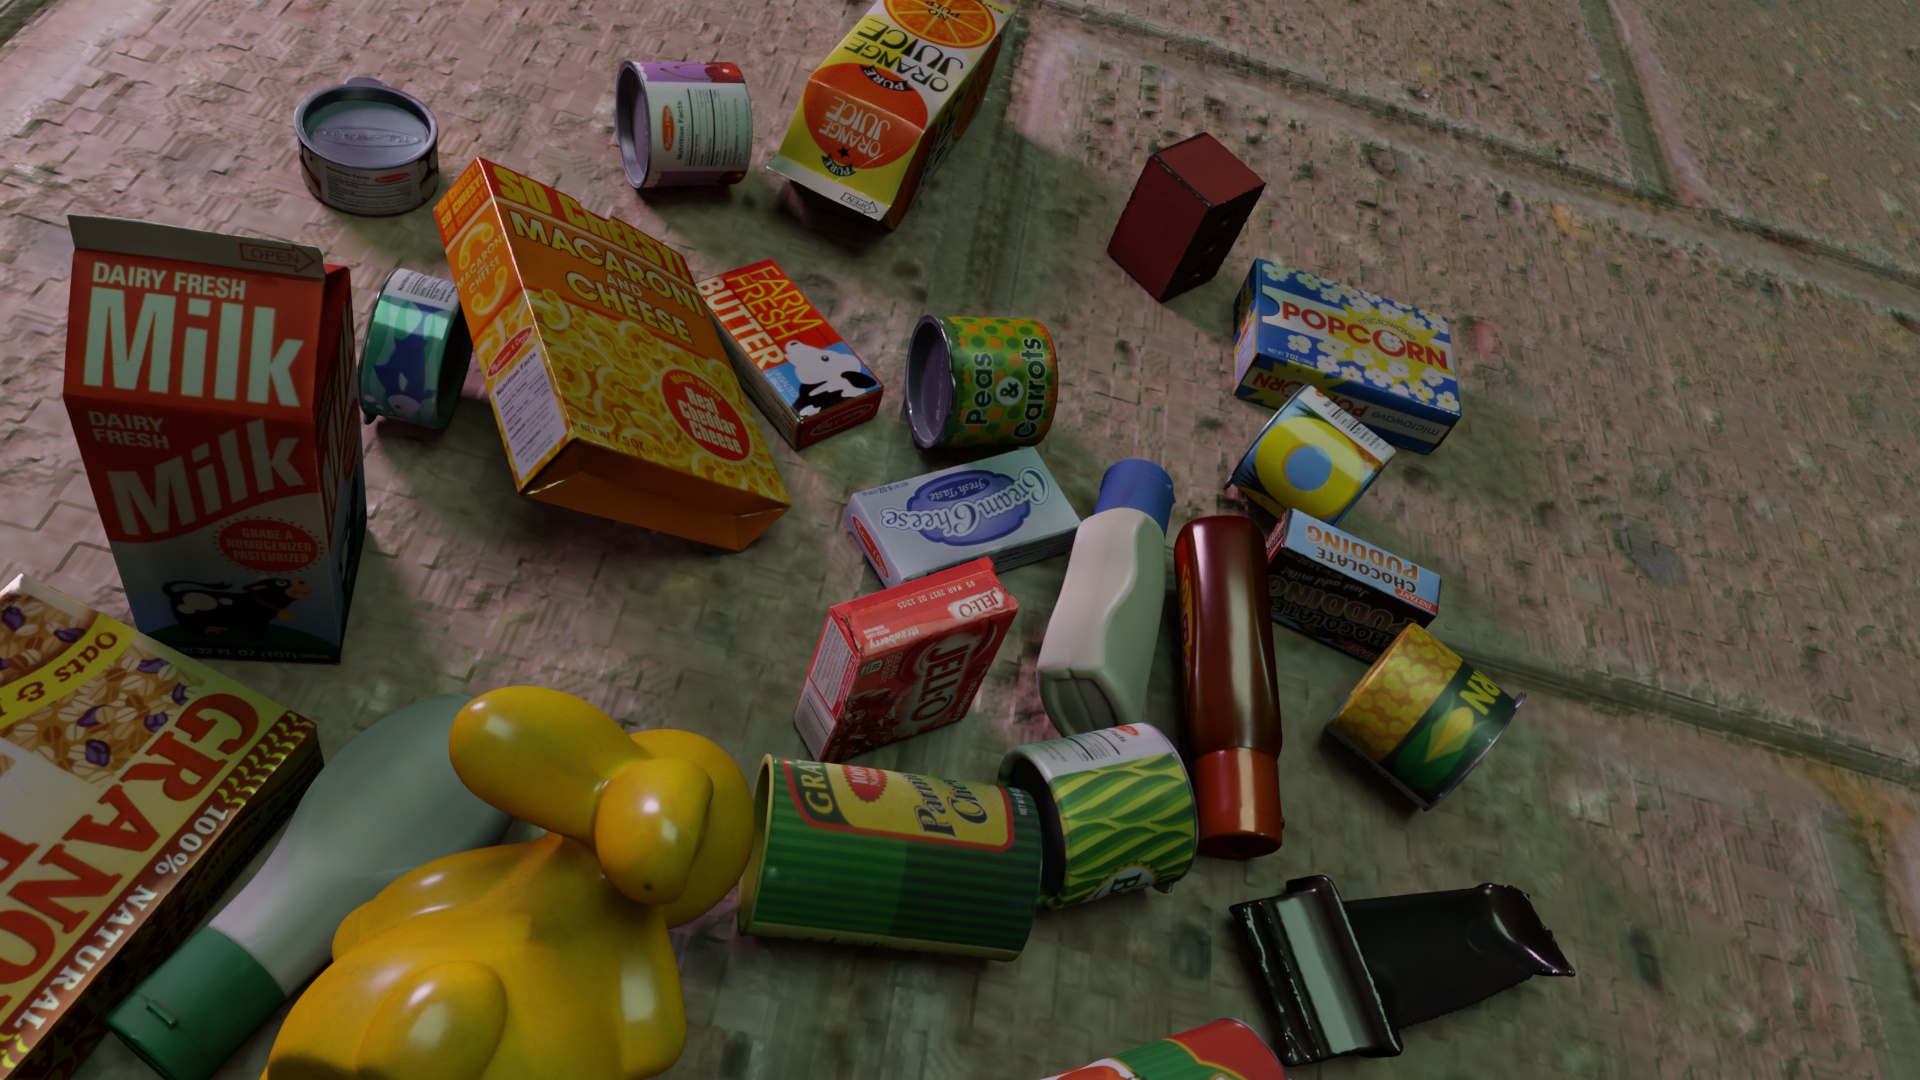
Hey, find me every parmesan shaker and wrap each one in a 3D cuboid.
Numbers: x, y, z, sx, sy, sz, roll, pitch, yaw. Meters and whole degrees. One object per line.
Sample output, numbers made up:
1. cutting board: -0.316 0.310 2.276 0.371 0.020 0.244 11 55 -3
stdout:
1. parmesan shaker: -0.028 0.120 0.527 0.103 0.071 0.071 9 51 -13

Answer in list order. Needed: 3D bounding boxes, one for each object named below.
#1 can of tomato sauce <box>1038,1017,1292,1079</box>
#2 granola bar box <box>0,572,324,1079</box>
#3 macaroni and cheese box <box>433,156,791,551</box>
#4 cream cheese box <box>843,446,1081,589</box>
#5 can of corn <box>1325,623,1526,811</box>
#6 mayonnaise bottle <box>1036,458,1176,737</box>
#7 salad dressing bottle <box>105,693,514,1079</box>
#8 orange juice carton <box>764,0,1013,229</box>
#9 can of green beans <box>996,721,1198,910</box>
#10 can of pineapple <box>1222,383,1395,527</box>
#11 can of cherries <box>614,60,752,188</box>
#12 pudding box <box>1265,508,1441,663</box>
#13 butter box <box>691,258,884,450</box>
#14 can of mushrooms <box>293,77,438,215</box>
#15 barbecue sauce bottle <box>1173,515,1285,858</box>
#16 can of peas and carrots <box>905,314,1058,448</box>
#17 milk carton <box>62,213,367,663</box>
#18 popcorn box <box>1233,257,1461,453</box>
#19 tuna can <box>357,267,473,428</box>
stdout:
1. can of tomato sauce: 0.070 0.212 0.484 0.083 0.070 0.071 -8 56 -24
2. granola bar box: -0.315 0.104 0.453 0.124 0.038 0.166 26 49 3
3. macaroni and cheese box: -0.154 -0.082 0.617 0.124 0.040 0.167 19 39 -52
4. cream cheese box: 0.002 -0.008 0.664 0.104 0.024 0.053 -17 62 -29
5. can of corn: 0.213 0.079 0.639 0.058 0.070 0.071 40 51 14
6. mayonnaise bottle: 0.071 0.023 0.641 0.041 0.064 0.149 -5 41 23
7. salad dressing bottle: -0.215 0.117 0.476 0.064 0.043 0.148 34 51 9
8. orange juice carton: -0.041 -0.251 0.807 0.072 0.072 0.194 26 50 1
9. can of green beans: 0.054 0.111 0.560 0.058 0.071 0.071 -7 56 -23
10. can of pineapple: 0.182 -0.037 0.725 0.058 0.070 0.071 40 51 13
11. can of cherries: -0.151 -0.227 0.756 0.058 0.071 0.072 -10 57 -26
12. pudding box: 0.187 0.024 0.686 0.084 0.049 0.030 25 48 0
13. butter box: -0.090 -0.096 0.700 0.053 0.024 0.104 -26 65 -33
14. can of mushrooms: -0.299 -0.199 0.702 0.071 0.033 0.071 9 51 -12
15. barbecue sauce bottle: 0.121 0.066 0.625 0.044 0.064 0.149 -3 59 9
16. can of peas and carrots: 0.011 -0.078 0.692 0.059 0.070 0.071 -2 54 -21
17. milk carton: -0.254 -0.037 0.486 0.072 0.189 0.074 5 52 -16
18. popcorn box: 0.224 -0.108 0.812 0.127 0.038 0.085 16 51 -8
19. tuna can: -0.238 -0.081 0.611 0.033 0.070 0.071 13 50 -10
